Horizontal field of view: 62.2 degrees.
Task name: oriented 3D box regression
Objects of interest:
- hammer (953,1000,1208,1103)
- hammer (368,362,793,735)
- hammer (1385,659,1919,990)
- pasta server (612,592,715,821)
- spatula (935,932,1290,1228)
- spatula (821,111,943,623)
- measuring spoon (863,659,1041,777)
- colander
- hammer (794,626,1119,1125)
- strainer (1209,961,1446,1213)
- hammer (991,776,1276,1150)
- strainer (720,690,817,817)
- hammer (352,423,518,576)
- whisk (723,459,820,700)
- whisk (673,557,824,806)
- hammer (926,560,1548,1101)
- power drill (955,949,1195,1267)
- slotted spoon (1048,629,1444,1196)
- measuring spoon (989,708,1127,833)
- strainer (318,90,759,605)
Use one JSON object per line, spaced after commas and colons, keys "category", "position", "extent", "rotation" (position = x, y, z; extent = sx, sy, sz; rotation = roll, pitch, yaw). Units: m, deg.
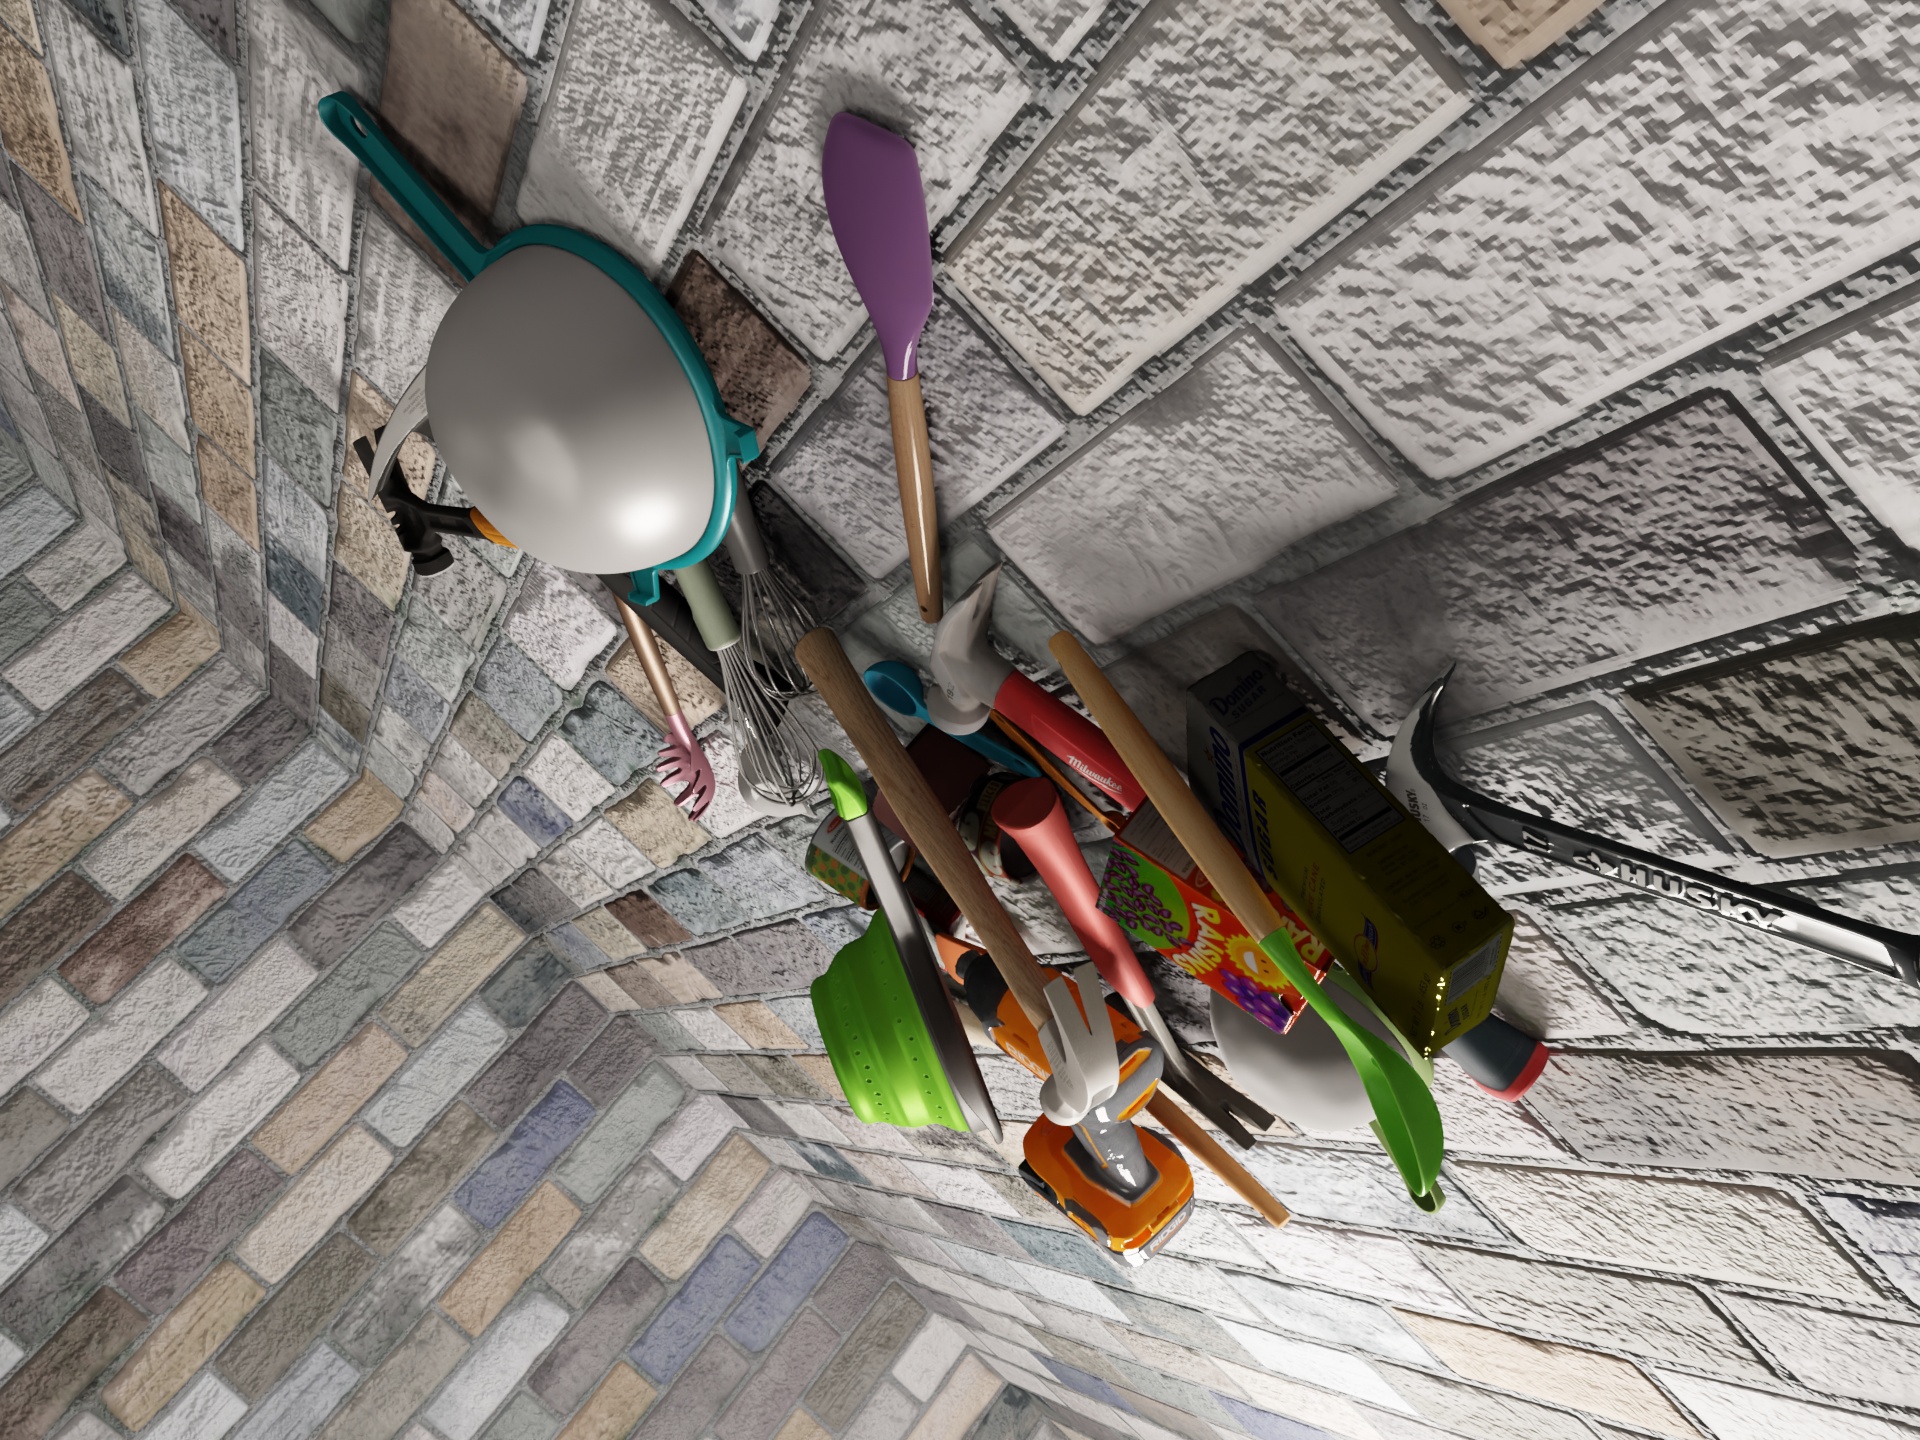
{"category": "hammer", "position": [0.064, 0.272, 1.320], "extent": [0.146, 0.038, 0.411], "rotation": [50, 155, -22]}
{"category": "hammer", "position": [-0.241, -0.105, 1.073], "extent": [0.334, 0.146, 0.035], "rotation": [44, -159, -22]}
{"category": "hammer", "position": [0.340, 0.081, 0.582], "extent": [0.409, 0.036, 0.149], "rotation": [20, 147, 40]}
{"category": "pasta server", "position": [-0.247, -0.021, 1.290], "extent": [0.060, 0.040, 0.316], "rotation": [42, 158, 30]}
{"category": "spatula", "position": [0.105, 0.256, 1.152], "extent": [0.323, 0.041, 0.080], "rotation": [39, 160, 31]}
{"category": "spatula", "position": [-0.028, -0.150, 0.764], "extent": [0.060, 0.018, 0.315], "rotation": [31, 153, 24]}
{"category": "measuring spoon", "position": [-0.002, -0.003, 0.977], "extent": [0.129, 0.021, 0.042], "rotation": [29, 156, 14]}
{"category": "colander", "position": [-0.066, 0.169, 1.088], "extent": [0.396, 0.094, 0.205], "rotation": [72, 176, -45]}
{"category": "hammer", "position": [-0.007, 0.080, 0.939], "extent": [0.331, 0.031, 0.130], "rotation": [57, 159, 18]}
{"category": "strainer", "position": [0.226, 0.236, 0.970], "extent": [0.151, 0.069, 0.256], "rotation": [4, 135, 54]}
{"category": "hammer", "position": [0.101, 0.151, 0.988], "extent": [0.149, 0.037, 0.358], "rotation": [35, 164, 38]}
{"category": "strainer", "position": [-0.163, 0.003, 1.205], "extent": [0.087, 0.050, 0.258], "rotation": [41, 157, 40]}
{"category": "hammer", "position": [-0.348, -0.155, 1.205], "extent": [0.337, 0.034, 0.127], "rotation": [13, 131, 43]}
{"category": "whisk", "position": [-0.130, -0.099, 0.977], "extent": [0.055, 0.055, 0.238], "rotation": [24, 146, 35]}
{"category": "whisk", "position": [-0.155, -0.046, 1.063], "extent": [0.059, 0.058, 0.246], "rotation": [-16, 114, 15]}
{"category": "hammer", "position": [0.144, 0.063, 0.842], "extent": [0.386, 0.038, 0.143], "rotation": [37, 154, 12]}
{"category": "power drill", "position": [0.073, 0.252, 1.075], "extent": [0.164, 0.084, 0.226], "rotation": [31, 149, 42]}
{"category": "slotted spoon", "position": [0.133, 0.080, 0.755], "extent": [0.314, 0.031, 0.070], "rotation": [56, 175, 18]}
{"category": "measuring spoon", "position": [0.058, 0.027, 0.949], "extent": [0.117, 0.011, 0.021], "rotation": [43, 167, 5]}
{"category": "strainer", "position": [-0.274, -0.211, 0.898], "extent": [0.340, 0.095, 0.211], "rotation": [49, 143, -1]}
